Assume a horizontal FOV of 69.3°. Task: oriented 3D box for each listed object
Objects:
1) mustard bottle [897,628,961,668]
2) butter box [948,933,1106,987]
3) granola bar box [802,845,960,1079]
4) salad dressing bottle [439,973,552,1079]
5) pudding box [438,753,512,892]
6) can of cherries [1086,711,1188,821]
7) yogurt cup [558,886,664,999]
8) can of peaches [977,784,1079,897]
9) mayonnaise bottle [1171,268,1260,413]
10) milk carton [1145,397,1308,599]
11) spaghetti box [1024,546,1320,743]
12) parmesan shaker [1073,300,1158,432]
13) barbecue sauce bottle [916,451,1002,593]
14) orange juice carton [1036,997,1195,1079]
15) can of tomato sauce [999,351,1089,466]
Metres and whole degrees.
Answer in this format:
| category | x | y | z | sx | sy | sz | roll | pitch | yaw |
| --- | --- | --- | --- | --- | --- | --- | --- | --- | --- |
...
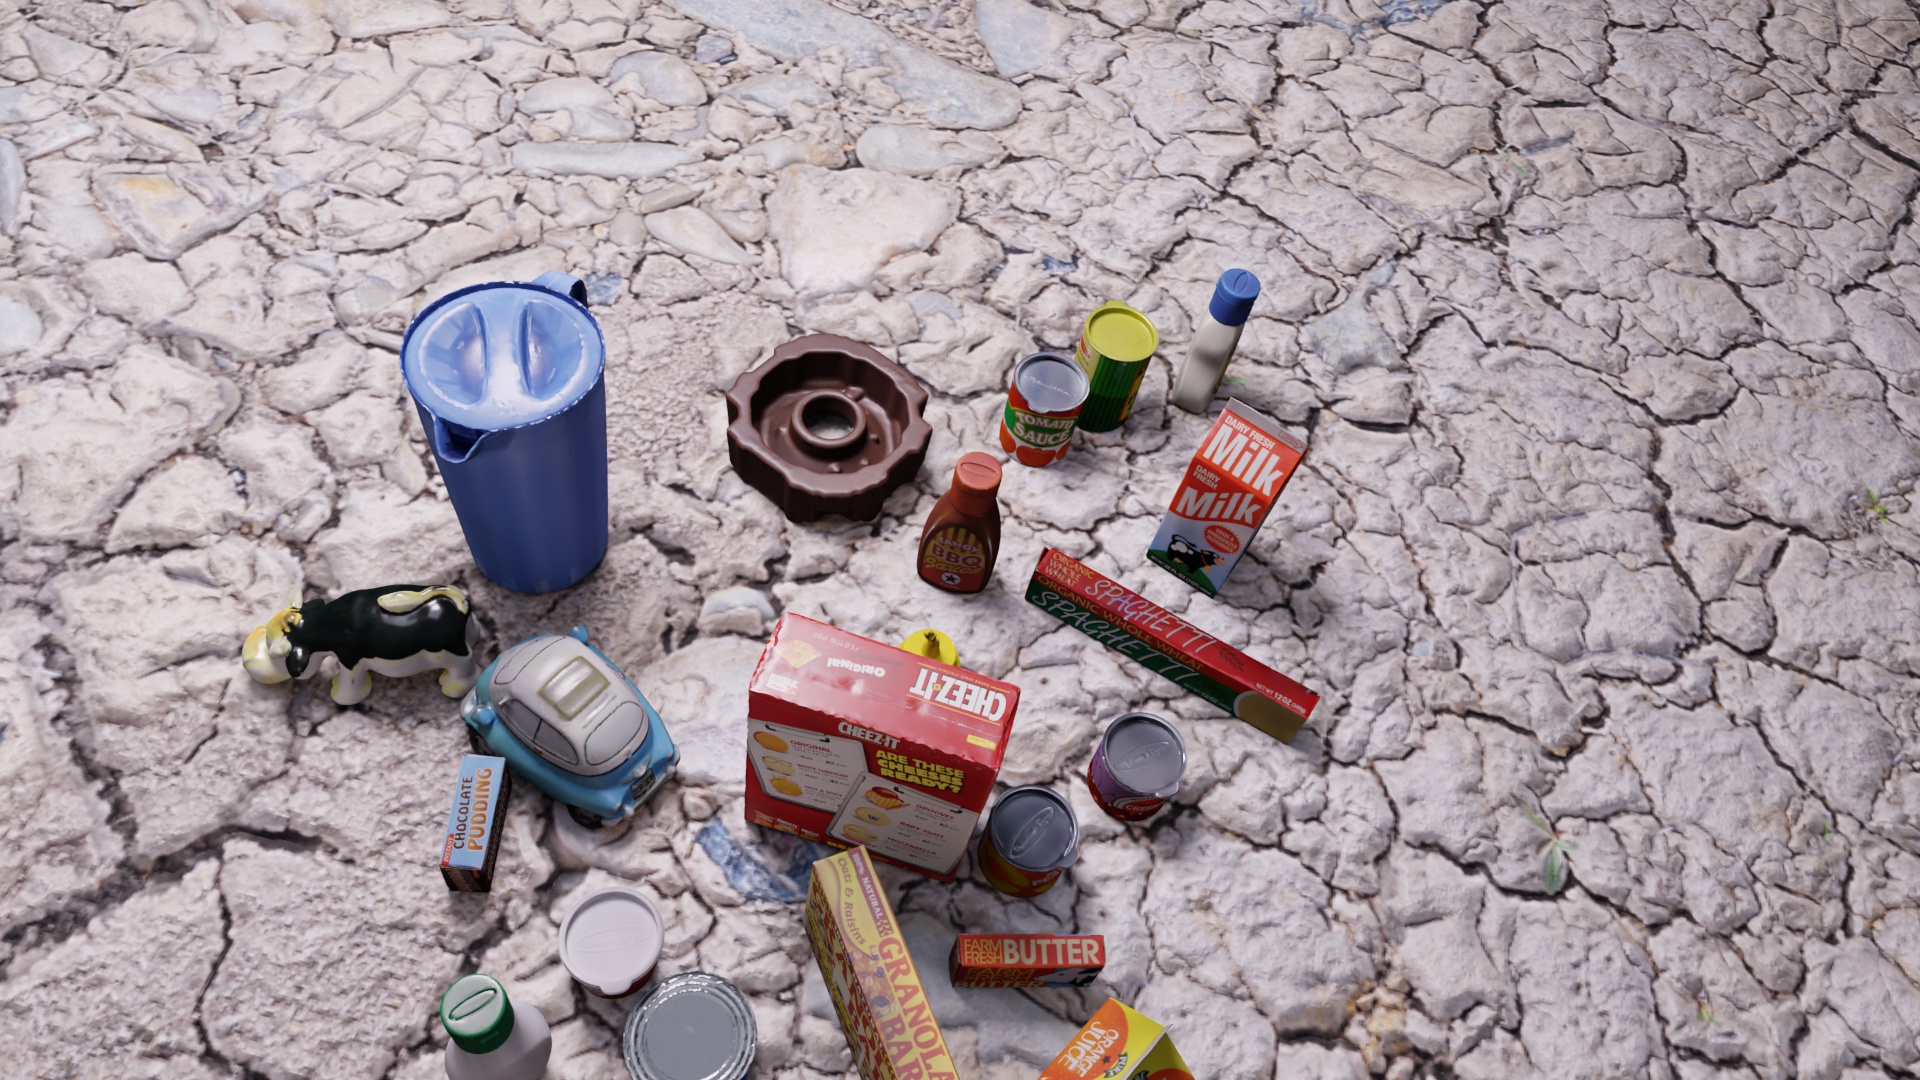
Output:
| category | x | y | z | sx | sy | sz | roll | pitch | yaw |
| --- | --- | --- | --- | --- | --- | --- | --- | --- | --- |
| mustard bottle | -0.027 | 0.106 | 1.014 | 0.049 | 0.159 | 0.065 | -36 | 69 | -28 |
| butter box | 0.045 | 0.293 | 0.966 | 0.103 | 0.052 | 0.024 | 3 | 56 | -8 |
| granola bar box | -0.054 | 0.298 | 0.902 | 0.039 | 0.123 | 0.166 | -16 | 61 | -19 |
| salad dressing bottle | -0.285 | 0.302 | 0.844 | 0.064 | 0.146 | 0.044 | -28 | 65 | -25 |
| pudding box | -0.337 | 0.196 | 0.966 | 0.030 | 0.049 | 0.084 | 5 | 56 | -6 |
| can of cherries | 0.134 | 0.175 | 1.057 | 0.071 | 0.058 | 0.072 | 5 | 56 | -7 |
| yogurt cup | -0.232 | 0.273 | 0.930 | 0.072 | 0.053 | 0.073 | 5 | 56 | -7 |
| can of peaches | 0.050 | 0.221 | 1.012 | 0.071 | 0.057 | 0.071 | 5 | 56 | -7 |
| mayonnaise bottle | 0.233 | -0.183 | 1.261 | 0.041 | 0.147 | 0.065 | 25 | 56 | 7 |
| milk carton | 0.222 | -0.041 | 1.138 | 0.072 | 0.189 | 0.074 | 33 | 57 | 12 |
| spaghetti box | 0.167 | 0.084 | 1.129 | 0.250 | 0.050 | 0.029 | 29 | 57 | 10 |
| parmesan shaker | 0.133 | -0.156 | 1.253 | 0.071 | 0.102 | 0.071 | 5 | 56 | -7 |
| barbecue sauce bottle | 0.004 | -0.014 | 1.107 | 0.065 | 0.147 | 0.044 | 16 | 56 | 1 |
| orange juice carton | 0.084 | 0.346 | 0.853 | 0.073 | 0.191 | 0.072 | 42 | 60 | 17 |
| can of tomato sauce | 0.072 | -0.113 | 1.225 | 0.071 | 0.082 | 0.071 | 5 | 56 | -7 |
